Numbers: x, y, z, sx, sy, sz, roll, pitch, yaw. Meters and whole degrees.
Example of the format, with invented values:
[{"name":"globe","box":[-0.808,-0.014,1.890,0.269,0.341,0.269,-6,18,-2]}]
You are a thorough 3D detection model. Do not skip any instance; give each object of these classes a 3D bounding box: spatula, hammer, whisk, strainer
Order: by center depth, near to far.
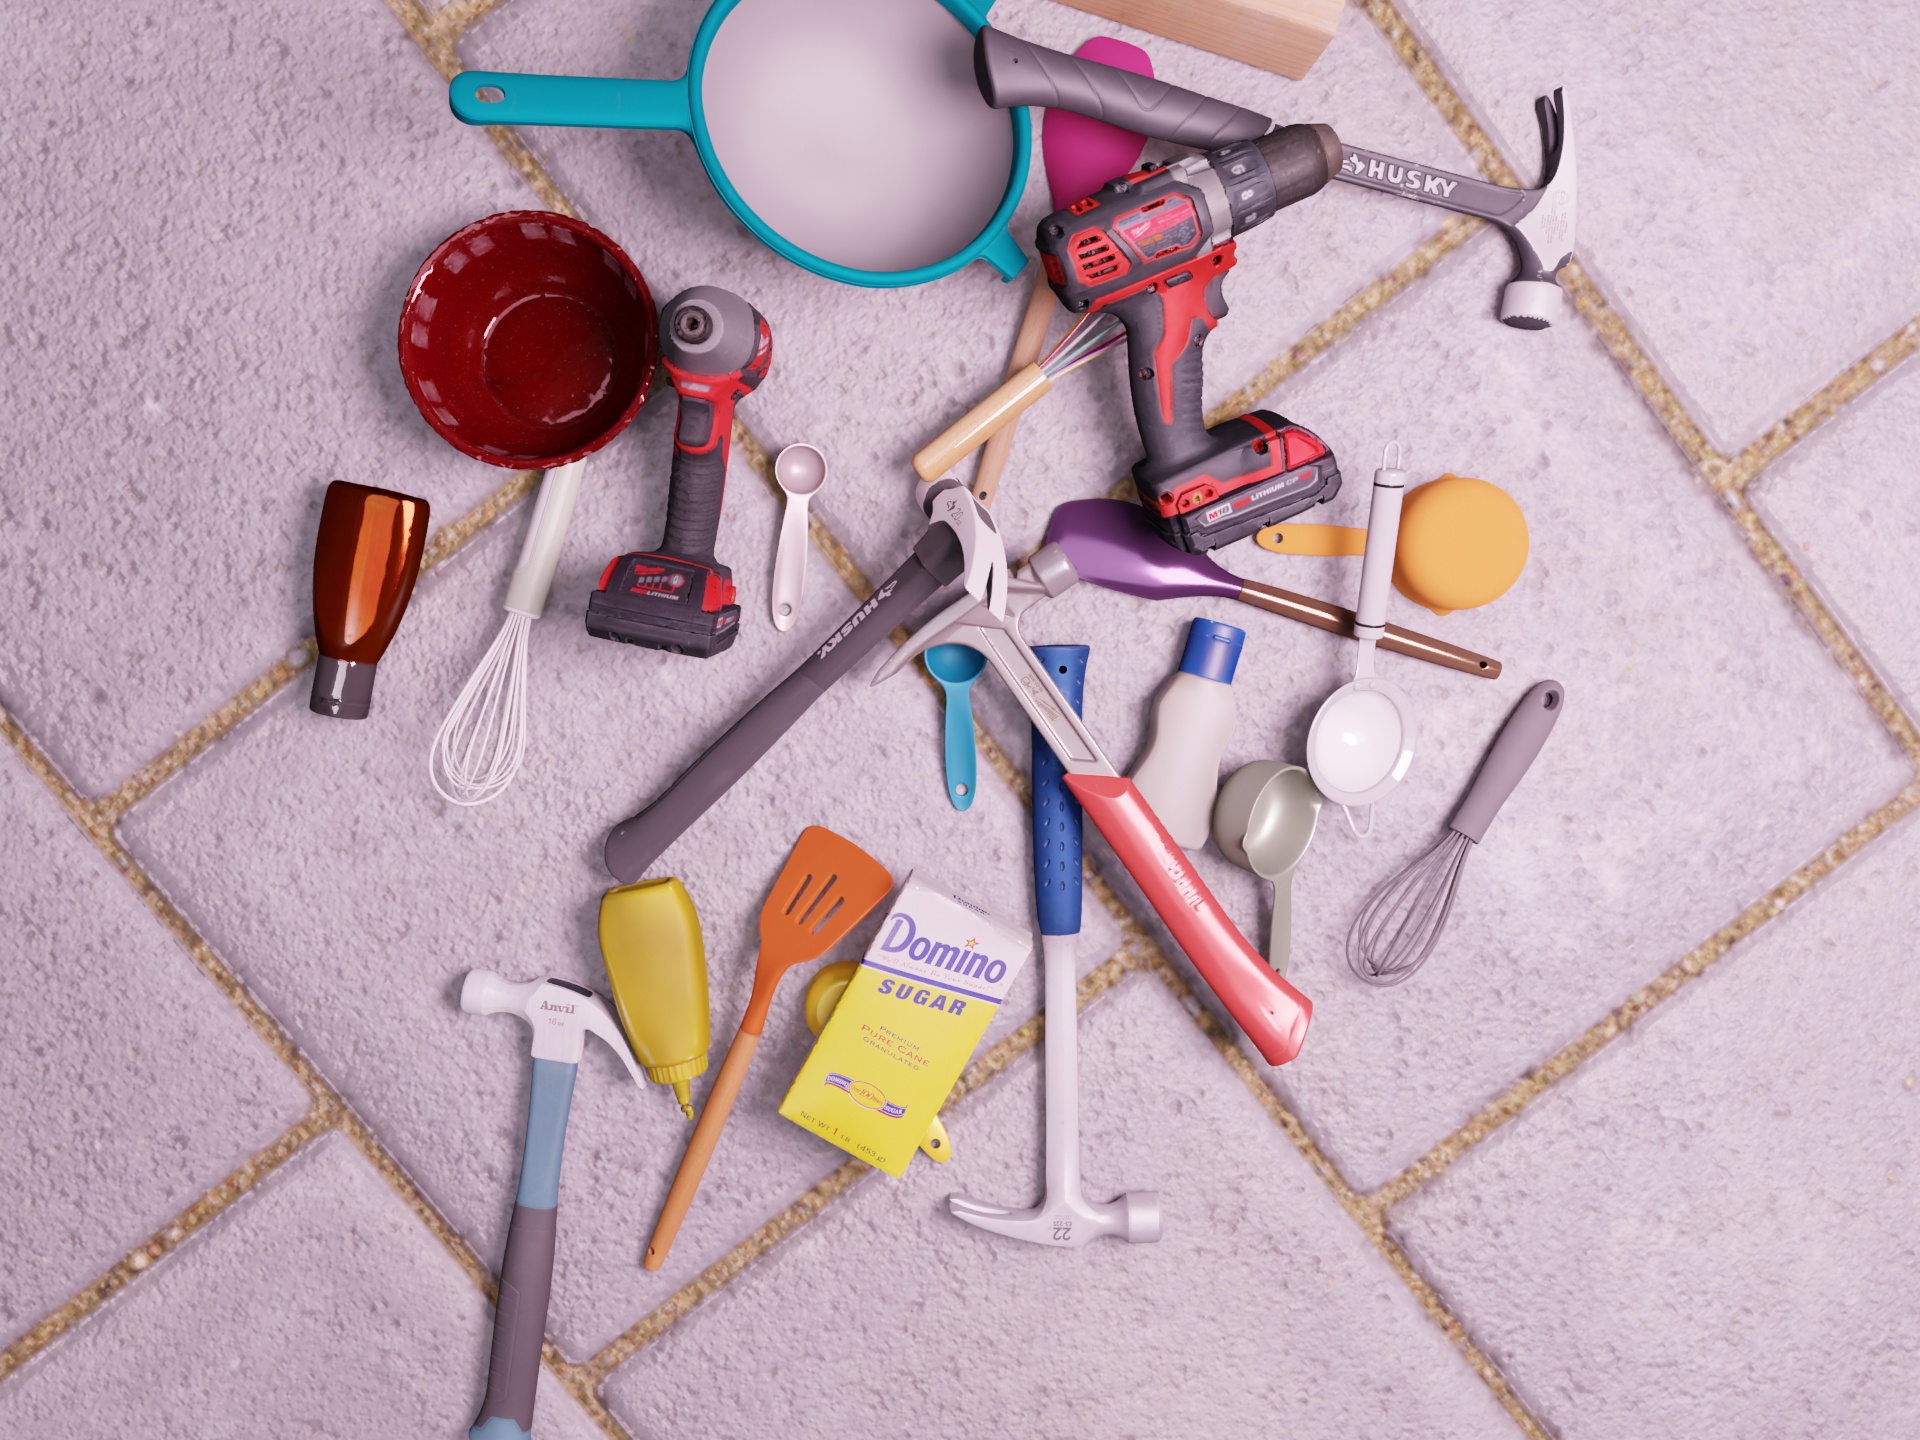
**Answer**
[{"name":"strainer","box":[-0.130,-0.349,0.958,0.340,0.095,0.211,-4,85,-18]},{"name":"hammer","box":[0.204,-0.362,0.989,0.408,0.036,0.149,10,92,-14]},{"name":"hammer","box":[-0.103,-0.014,1.008,0.335,0.146,0.035,-43,124,10]},{"name":"whisk","box":[0.066,-0.236,1.010,0.245,0.051,0.047,-38,125,1]},{"name":"hammer","box":[0.100,0.072,1.015,0.149,0.037,0.359,-35,92,4]},{"name":"strainer","box":[0.263,-0.052,1.026,0.087,0.050,0.258,-5,110,-22]},{"name":"whisk","box":[-0.287,-0.063,1.027,0.059,0.058,0.246,17,90,-38]},{"name":"spatula","box":[0.210,-0.082,1.055,0.316,0.018,0.060,18,86,-3]},{"name":"spatula","box":[-0.142,0.226,1.058,0.081,0.041,0.322,30,102,31]},{"name":"hammer","box":[0.061,0.153,1.060,0.144,0.035,0.405,-1,95,-2]},{"name":"whisk","box":[0.333,0.074,1.061,0.055,0.055,0.239,33,88,-4]},{"name":"hammer","box":[-0.287,0.336,1.066,0.128,0.033,0.331,9,95,-2]}]

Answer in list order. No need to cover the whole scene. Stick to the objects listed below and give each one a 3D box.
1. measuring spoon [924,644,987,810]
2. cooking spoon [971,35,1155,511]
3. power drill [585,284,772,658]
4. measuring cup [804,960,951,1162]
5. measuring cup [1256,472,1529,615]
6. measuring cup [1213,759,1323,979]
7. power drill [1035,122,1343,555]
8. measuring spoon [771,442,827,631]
[{"name":"measuring spoon","box":[-0.002,-0.003,1.058,0.042,0.021,0.128,-3,104,-2]},{"name":"cooking spoon","box":[0.058,-0.285,1.032,0.069,0.017,0.319,17,94,-1]},{"name":"power drill","box":[-0.165,-0.154,0.975,0.078,0.143,0.219,11,97,-1]},{"name":"measuring cup","box":[-0.050,0.233,1.065,0.062,0.029,0.156,-32,92,1]},{"name":"measuring cup","box":[0.284,-0.117,1.036,0.173,0.052,0.095,2,95,-4]},{"name":"measuring cup","box":[0.201,0.104,1.060,0.083,0.038,0.167,-22,119,-36]},{"name":"power drill","box":[0.164,-0.236,0.972,0.188,0.080,0.226,-24,115,-2]},{"name":"measuring spoon","box":[-0.111,-0.120,1.045,0.034,0.018,0.124,5,101,-15]}]
